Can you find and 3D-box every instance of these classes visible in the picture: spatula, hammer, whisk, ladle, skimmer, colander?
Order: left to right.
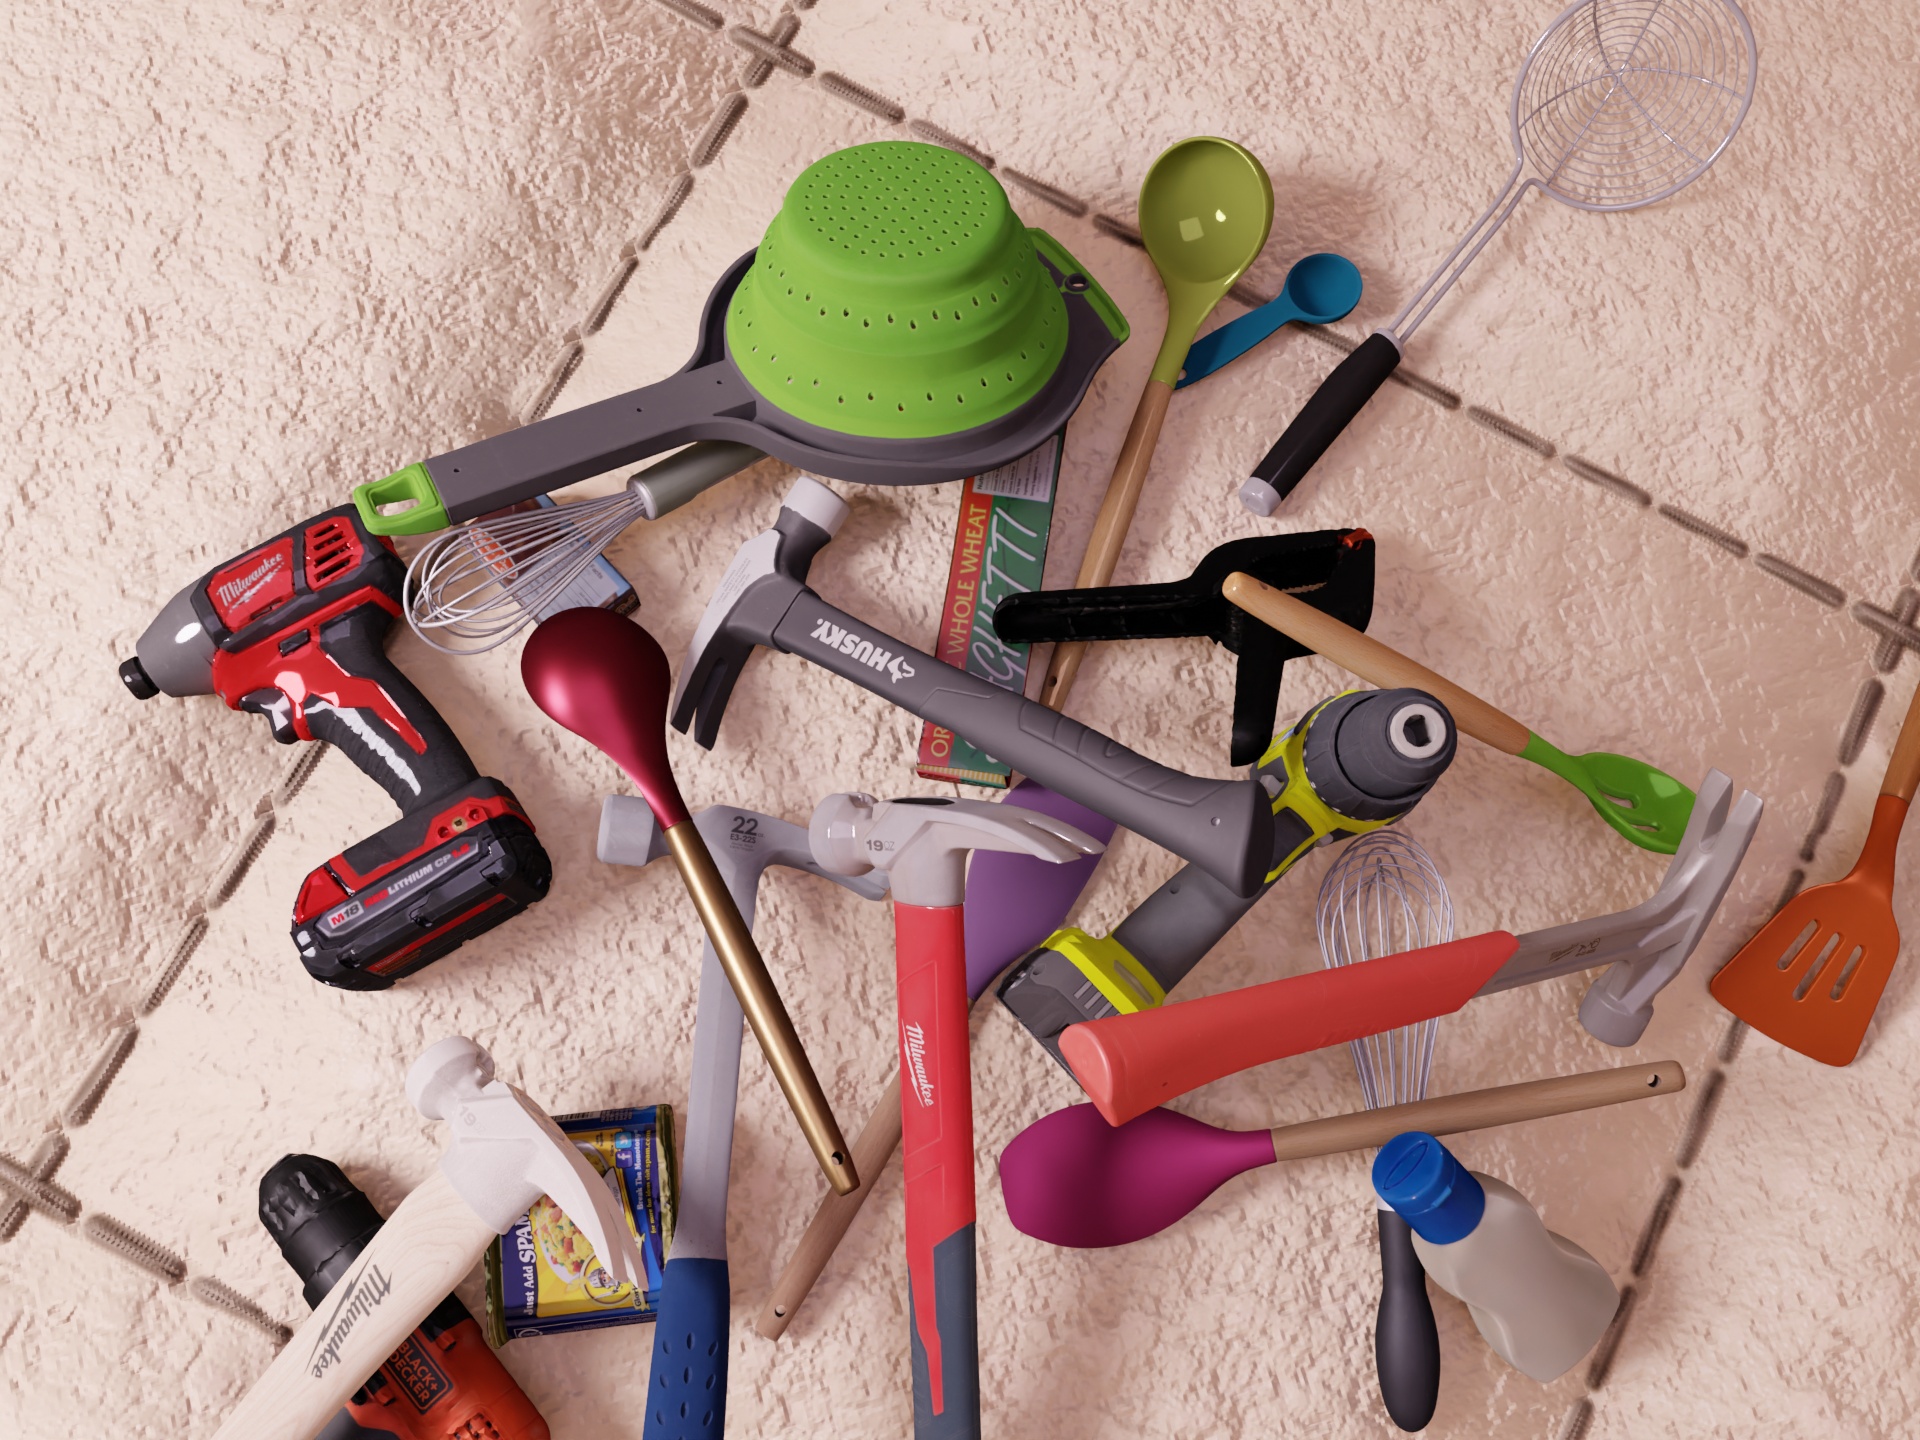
[{"bbox_3d":[-0.305,0.327,0.641,0.146,0.038,0.410,35,78,32],"label":"hammer"},{"bbox_3d":[-0.166,-0.107,0.799,0.246,0.058,0.059,-34,114,-27],"label":"whisk"},{"bbox_3d":[-0.121,0.073,0.736,0.069,0.031,0.316,-21,72,-24],"label":"ladle"},{"bbox_3d":[-0.107,0.224,0.693,0.144,0.035,0.406,8,60,-13],"label":"hammer"},{"bbox_3d":[-0.103,-0.189,0.768,0.397,0.094,0.205,-23,57,-17],"label":"colander"},{"bbox_3d":[-0.014,0.156,0.784,0.060,0.018,0.316,30,76,4],"label":"spatula"},{"bbox_3d":[-0.001,-0.002,0.725,0.335,0.035,0.146,27,81,37],"label":"hammer"},{"bbox_3d":[0.003,0.226,0.685,0.038,0.143,0.386,-8,98,-48],"label":"hammer"},{"bbox_3d":[0.092,-0.158,0.840,0.078,0.062,0.320,14,80,34],"label":"ladle"},{"bbox_3d":[0.212,0.195,0.771,0.070,0.070,0.285,0,82,-4],"label":"whisk"},{"bbox_3d":[0.202,0.107,0.687,0.359,0.149,0.037,-6,33,-30],"label":"hammer"},{"bbox_3d":[0.285,-0.247,0.857,0.363,0.090,0.127,-49,116,-10],"label":"skimmer"},{"bbox_3d":[0.496,0.025,0.844,0.081,0.041,0.323,30,73,4],"label":"spatula"}]

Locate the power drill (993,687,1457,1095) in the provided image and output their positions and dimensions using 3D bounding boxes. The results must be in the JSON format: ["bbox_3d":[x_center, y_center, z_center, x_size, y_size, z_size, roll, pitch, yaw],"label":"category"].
[{"bbox_3d":[0.125,0.073,0.727,0.228,0.190,0.080,-43,84,-7],"label":"power drill"}]

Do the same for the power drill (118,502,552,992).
[{"bbox_3d":[-0.305,0.014,0.771,0.143,0.078,0.220,-30,78,-9],"label":"power drill"}]

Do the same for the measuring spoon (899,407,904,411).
[{"bbox_3d":[-0.045,-0.184,0.865,0.117,0.011,0.021,39,78,9],"label":"measuring spoon"}]

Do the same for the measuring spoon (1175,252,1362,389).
[{"bbox_3d":[0.164,-0.214,0.883,0.128,0.021,0.042,-31,70,0],"label":"measuring spoon"}]

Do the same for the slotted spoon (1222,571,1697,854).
[{"bbox_3d":[0.251,-0.001,0.770,0.313,0.031,0.070,25,34,-23],"label":"slotted spoon"}]

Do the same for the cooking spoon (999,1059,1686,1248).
[{"bbox_3d":[0.172,0.194,0.745,0.319,0.017,0.069,-13,80,11],"label":"cooking spoon"}]
